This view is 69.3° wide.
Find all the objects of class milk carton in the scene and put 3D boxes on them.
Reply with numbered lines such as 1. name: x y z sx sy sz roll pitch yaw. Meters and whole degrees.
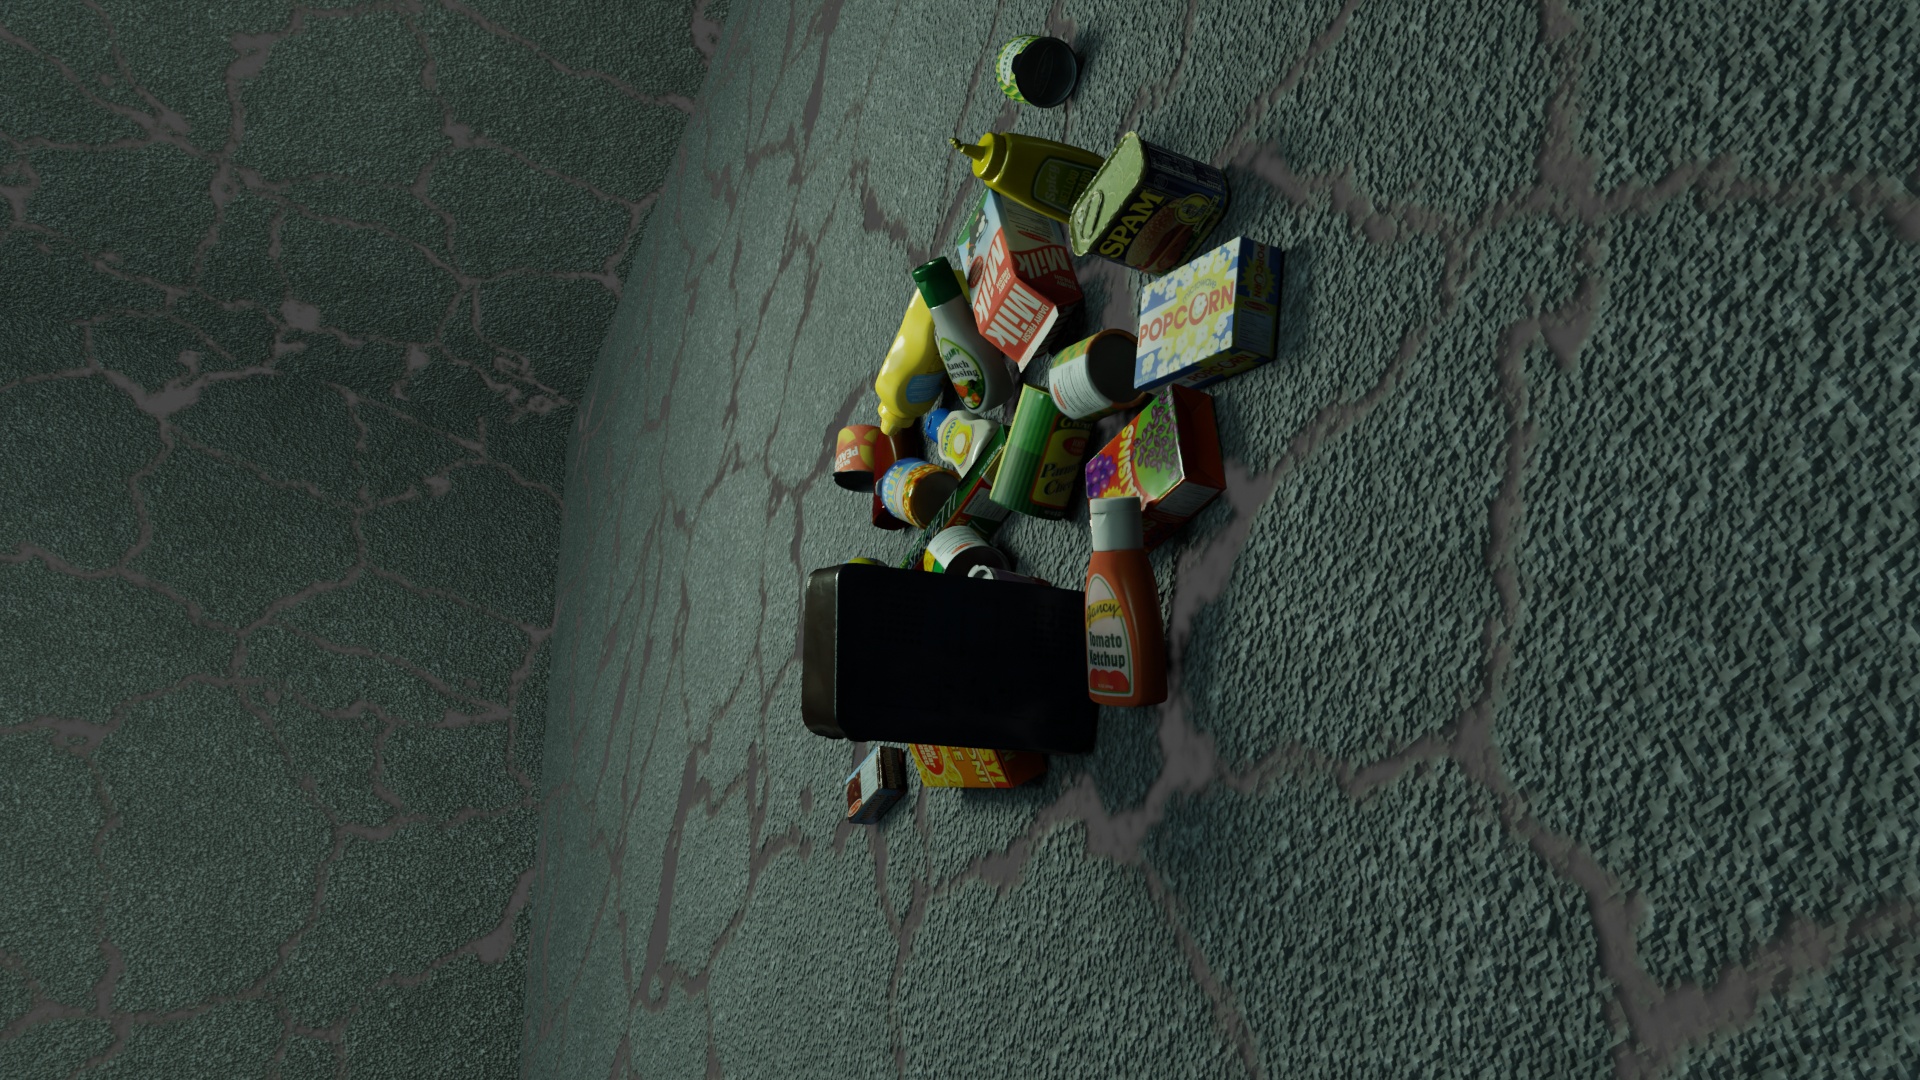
1. milk carton: 0.055 -0.241 1.284 0.072 0.073 0.191 -57 32 37

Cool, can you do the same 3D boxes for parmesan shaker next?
1. parmesan shaker: 0.072 -0.075 1.179 0.071 0.071 0.103 38 114 63

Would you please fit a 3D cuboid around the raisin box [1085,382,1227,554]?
1. raisin box: 0.143 -0.047 1.040 0.122 0.040 0.086 -46 39 50

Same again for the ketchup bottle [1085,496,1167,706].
1. ketchup bottle: 0.117 0.043 1.000 0.064 0.043 0.148 -1 93 57

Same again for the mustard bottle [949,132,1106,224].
1. mustard bottle: 0.062 -0.319 1.203 0.065 0.160 0.049 -70 27 20

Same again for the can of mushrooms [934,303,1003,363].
1. can of mushrooms: 0.008 -0.196 1.371 0.070 0.071 0.033 -61 30 32

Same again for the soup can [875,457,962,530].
1. soup can: -0.038 -0.046 1.392 0.084 0.071 0.071 24 100 65

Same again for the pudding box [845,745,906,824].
1. pudding box: -0.086 0.247 1.399 0.083 0.030 0.050 -51 36 44

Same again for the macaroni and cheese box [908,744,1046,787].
1. macaroni and cheese box: -0.003 0.149 1.190 0.166 0.040 0.123 -19 92 62

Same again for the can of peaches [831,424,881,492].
1. can of peaches: -0.110 -0.093 1.572 0.071 0.071 0.058 -31 50 58

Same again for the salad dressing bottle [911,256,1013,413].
1. salad dressing bottle: 0.001 -0.194 1.312 0.064 0.044 0.147 0 120 56

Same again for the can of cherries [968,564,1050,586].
1. can of cherries: 0.039 0.057 1.189 0.071 0.058 0.072 -41 43 54

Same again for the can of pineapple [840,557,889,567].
1. can of pineapple: -0.105 0.060 1.487 0.070 0.071 0.058 -54 32 41

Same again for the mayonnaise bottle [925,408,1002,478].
1. mayonnaise bottle: 0.006 -0.096 1.357 0.148 0.041 0.064 39 114 63

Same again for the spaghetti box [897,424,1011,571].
1. spaghetti box: 0.005 -0.016 1.310 0.248 0.050 0.029 -53 32 43

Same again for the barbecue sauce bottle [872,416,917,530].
1. barbecue sauce bottle: -0.070 -0.088 1.517 0.064 0.044 0.149 -42 41 51

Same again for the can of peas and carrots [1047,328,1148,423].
1. can of peas and carrots: 0.114 -0.133 1.116 0.058 0.071 0.071 -16 64 62

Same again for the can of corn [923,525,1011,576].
1. can of corn: 0.006 0.028 1.269 0.058 0.071 0.071 46 120 62

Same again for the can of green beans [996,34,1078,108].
1. can of green beans: 0.074 -0.460 1.361 0.071 0.071 0.058 -70 25 15

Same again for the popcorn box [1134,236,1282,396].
1. popcorn box: 0.179 -0.161 1.019 0.126 0.038 0.085 -17 62 62
